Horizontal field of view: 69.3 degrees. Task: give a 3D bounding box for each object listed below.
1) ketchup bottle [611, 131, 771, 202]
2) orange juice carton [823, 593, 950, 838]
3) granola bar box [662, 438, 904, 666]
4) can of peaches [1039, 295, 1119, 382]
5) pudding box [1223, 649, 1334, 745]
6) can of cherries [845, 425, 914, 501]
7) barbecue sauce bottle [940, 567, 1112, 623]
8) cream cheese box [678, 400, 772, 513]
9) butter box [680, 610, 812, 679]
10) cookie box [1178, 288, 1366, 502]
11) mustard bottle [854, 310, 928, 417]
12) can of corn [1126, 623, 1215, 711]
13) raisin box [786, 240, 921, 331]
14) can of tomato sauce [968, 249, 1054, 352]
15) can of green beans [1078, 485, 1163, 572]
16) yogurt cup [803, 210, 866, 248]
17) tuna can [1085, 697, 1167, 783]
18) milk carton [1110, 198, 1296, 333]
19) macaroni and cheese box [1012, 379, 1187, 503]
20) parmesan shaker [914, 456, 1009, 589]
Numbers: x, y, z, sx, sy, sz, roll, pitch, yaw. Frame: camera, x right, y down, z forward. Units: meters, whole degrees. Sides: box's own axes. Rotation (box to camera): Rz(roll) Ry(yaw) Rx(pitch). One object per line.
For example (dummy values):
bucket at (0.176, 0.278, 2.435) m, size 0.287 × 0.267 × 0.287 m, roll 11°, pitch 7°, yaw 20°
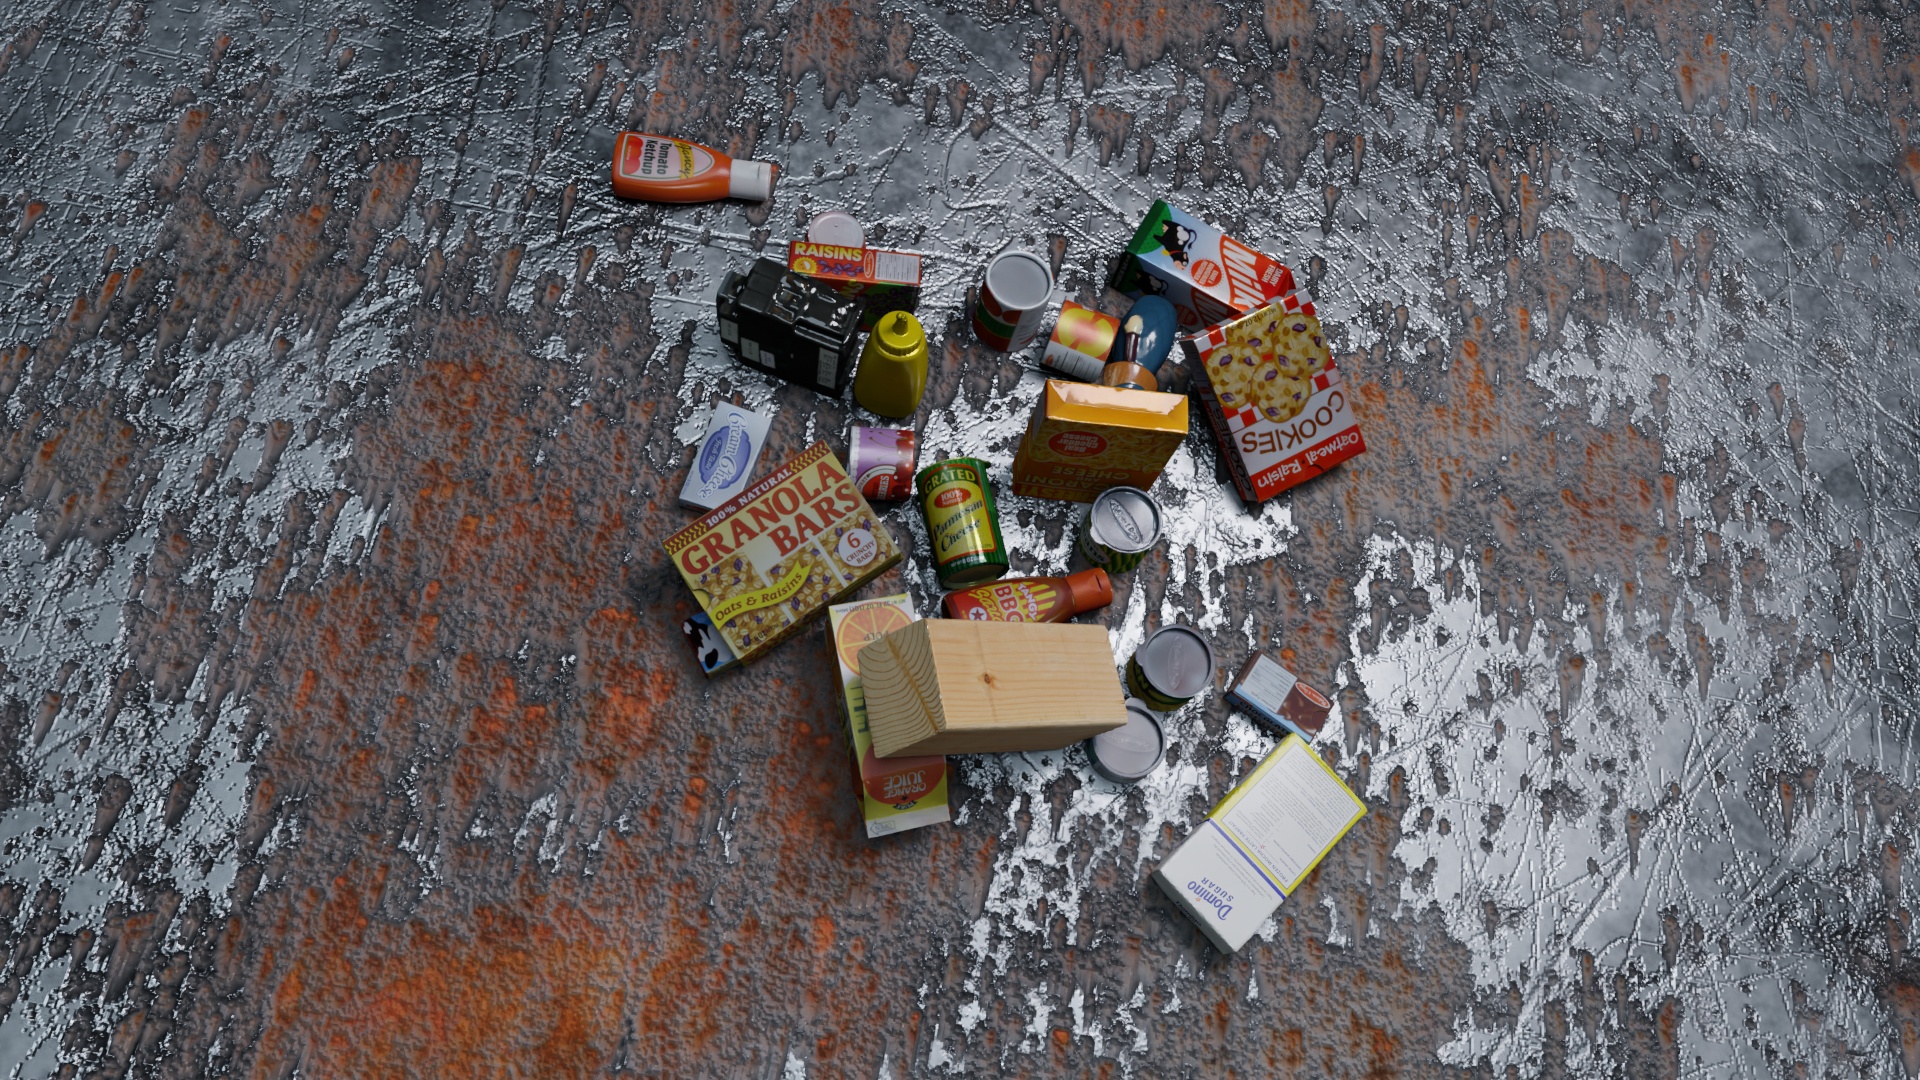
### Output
ketchup bottle at (-0.261, -0.358, 1.353) m, size 0.149 × 0.043 × 0.065 m, roll 6°, pitch 68°, yaw -6°
orange juice carton at (-0.062, 0.148, 1.170) m, size 0.072 × 0.072 × 0.193 m, roll -9°, pitch 71°, yaw -12°
granola bar box at (-0.151, 0.009, 1.185) m, size 0.166 × 0.039 × 0.124 m, roll -34°, pitch 77°, yaw -7°
can of peaches at (0.115, -0.193, 1.330) m, size 0.058 × 0.071 × 0.071 m, roll 22°, pitch 68°, yaw 0°
pudding box at (0.285, 0.143, 1.244) m, size 0.084 × 0.030 × 0.050 m, roll 35°, pitch 67°, yaw 6°
can of cherries at (-0.073, -0.067, 1.254) m, size 0.058 × 0.071 × 0.072 m, roll 4°, pitch 69°, yaw -8°
barbecue sauce bottle at (0.061, 0.060, 1.237) m, size 0.149 × 0.043 × 0.065 m, roll -15°, pitch 69°, yaw -14°
cream cheese box at (-0.212, -0.071, 1.259) m, size 0.053 × 0.024 × 0.104 m, roll 19°, pitch 68°, yaw -2°
butter box at (-0.185, 0.074, 1.207) m, size 0.104 × 0.024 × 0.053 m, roll -26°, pitch 75°, yaw -16°
cookie box at (0.295, -0.136, 1.306) m, size 0.123 × 0.040 × 0.167 m, roll -26°, pitch 101°, yaw -10°
mustard bottle at (-0.058, -0.164, 1.244) m, size 0.065 × 0.159 × 0.049 m, roll 15°, pitch 67°, yaw -4°
can of corn at (0.182, 0.113, 1.226) m, size 0.071 × 0.058 × 0.071 m, roll 3°, pitch 69°, yaw -7°
raisin box at (-0.103, -0.236, 1.305) m, size 0.123 × 0.085 × 0.040 m, roll 5°, pitch 66°, yaw -7°
can of tomato sauce at (0.048, -0.229, 1.326) m, size 0.071 × 0.082 × 0.071 m, roll 3°, pitch 69°, yaw -7°
can of green beans at (0.145, -0.010, 1.268) m, size 0.071 × 0.057 × 0.071 m, roll 3°, pitch 69°, yaw -7°
yogurt cup at (-0.121, -0.280, 1.337) m, size 0.072 × 0.053 × 0.072 m, roll 3°, pitch 69°, yaw -8°
tuna can at (0.144, 0.175, 1.210) m, size 0.071 × 0.032 × 0.071 m, roll 3°, pitch 69°, yaw -7°
milk carton at (0.253, -0.249, 1.368) m, size 0.191 × 0.072 × 0.074 m, roll 30°, pitch 69°, yaw 3°
macaroni and cheese box at (0.120, -0.083, 1.235) m, size 0.124 × 0.165 × 0.040 m, roll 6°, pitch 68°, yaw -6°
parmesan shaker at (0.004, -0.016, 1.245) m, size 0.071 × 0.071 × 0.103 m, roll -10°, pitch 71°, yaw -12°
